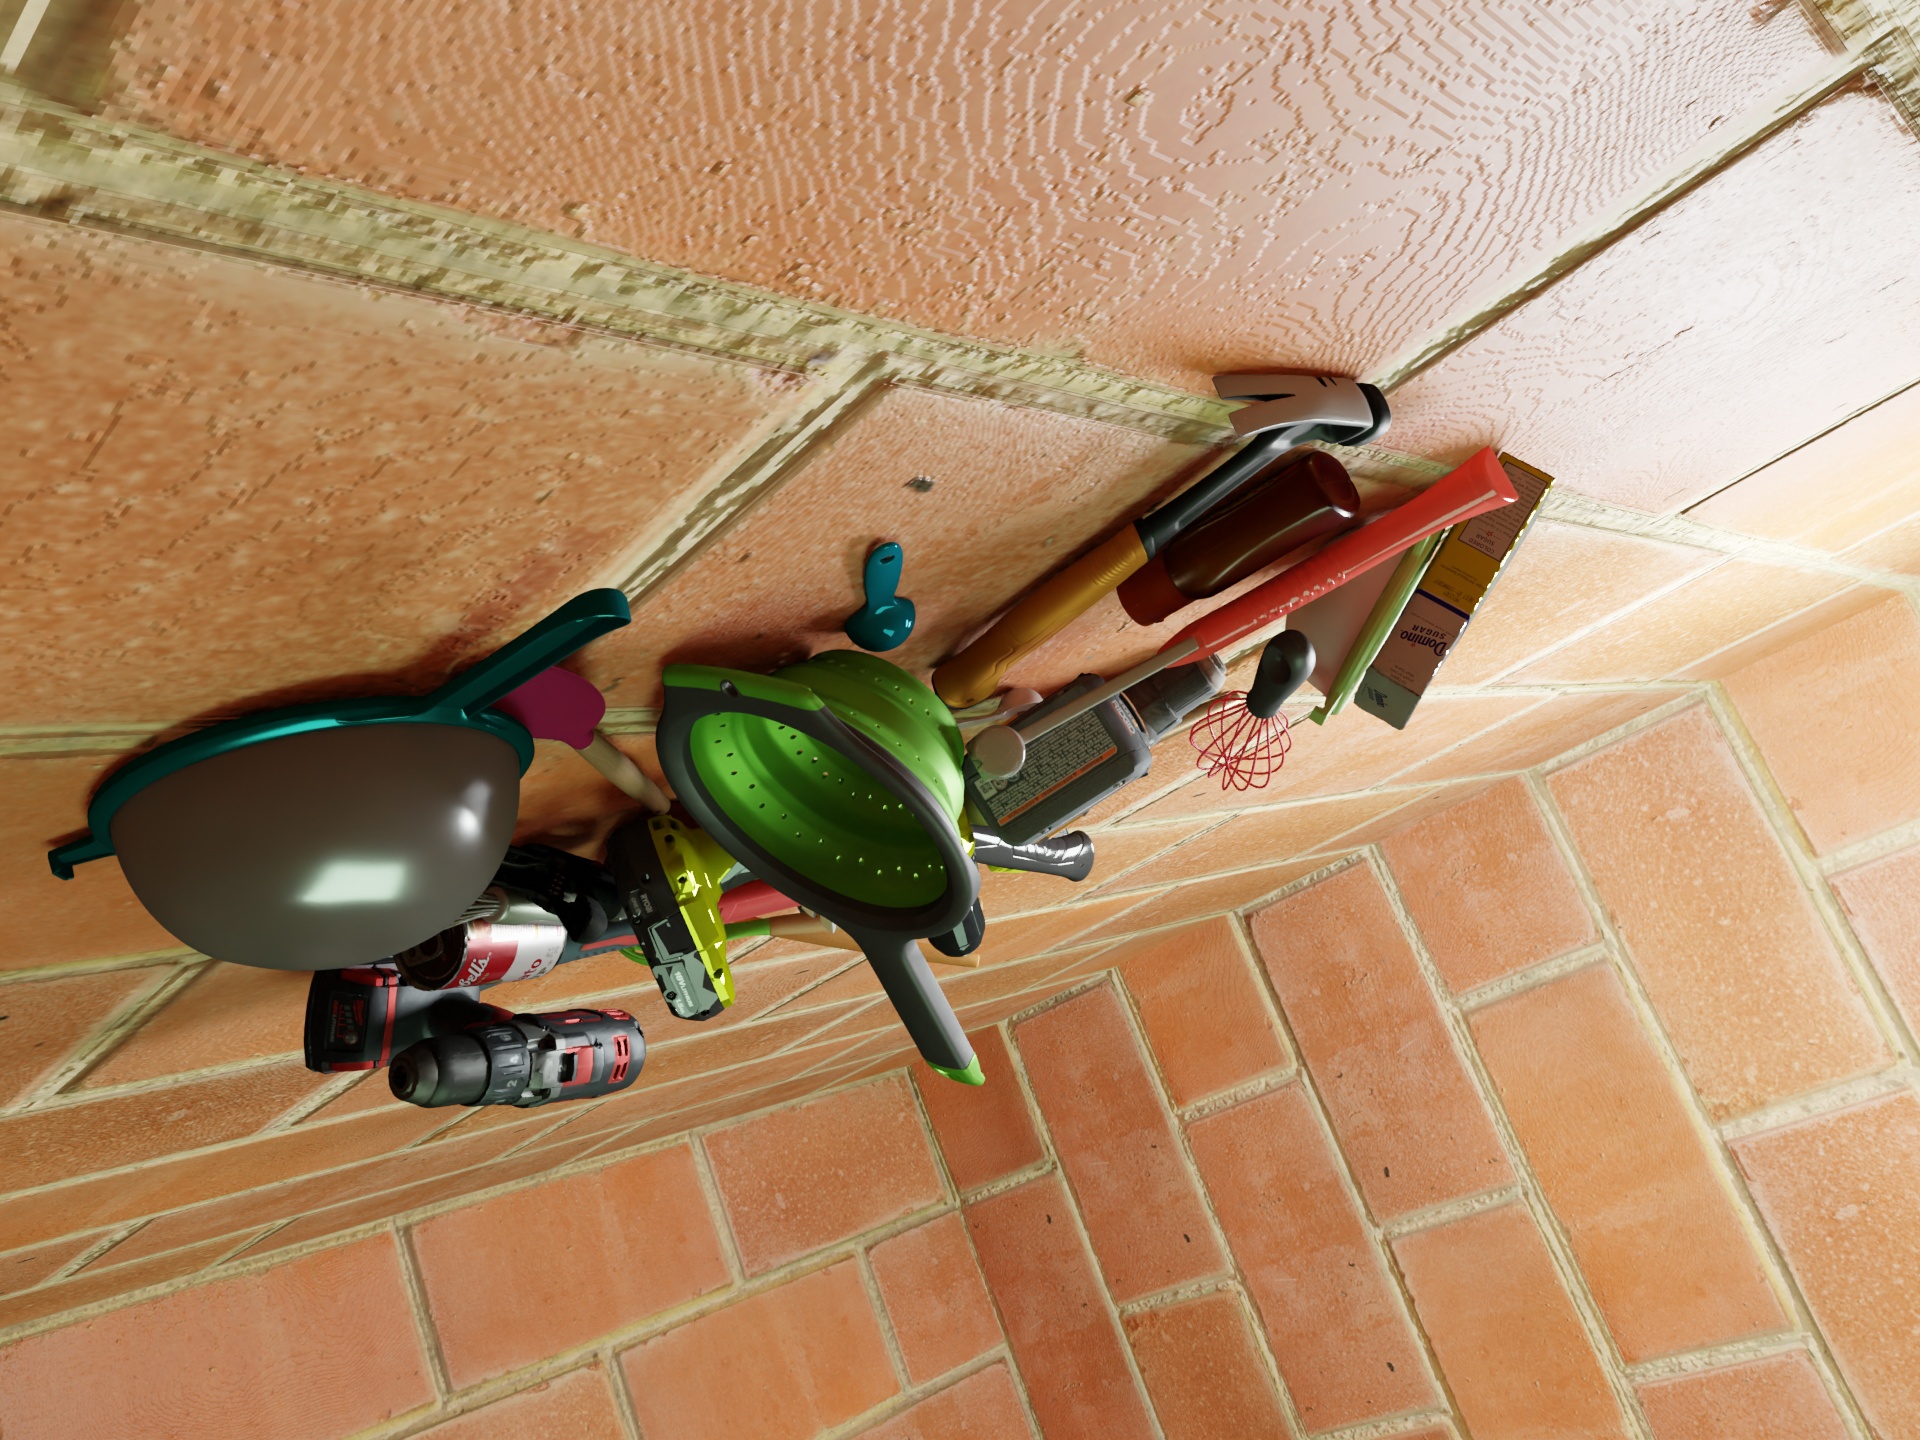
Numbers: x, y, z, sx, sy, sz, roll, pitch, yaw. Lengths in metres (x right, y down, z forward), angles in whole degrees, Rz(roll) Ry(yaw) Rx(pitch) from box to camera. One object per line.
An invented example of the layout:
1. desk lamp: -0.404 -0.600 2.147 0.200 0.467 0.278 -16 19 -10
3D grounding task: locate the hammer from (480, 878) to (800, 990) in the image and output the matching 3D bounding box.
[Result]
1. hammer: -0.228 0.148 1.258 0.386 0.038 0.143 -13 140 -13

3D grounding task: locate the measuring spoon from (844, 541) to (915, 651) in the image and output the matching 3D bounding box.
1. measuring spoon: -0.040 -0.063 0.858 0.042 0.021 0.128 -19 166 -10

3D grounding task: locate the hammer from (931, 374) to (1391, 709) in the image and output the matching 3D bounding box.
1. hammer: 0.084 -0.090 0.912 0.127 0.034 0.337 -8 160 -43

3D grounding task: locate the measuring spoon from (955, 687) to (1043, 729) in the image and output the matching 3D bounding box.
1. measuring spoon: -0.002 -0.004 1.138 0.124 0.018 0.034 -14 168 -2

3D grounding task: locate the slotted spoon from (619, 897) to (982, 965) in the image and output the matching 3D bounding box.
1. slotted spoon: -0.136 0.173 1.347 0.313 0.070 0.031 -5 121 -9

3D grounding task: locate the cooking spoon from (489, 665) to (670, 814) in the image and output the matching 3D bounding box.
1. cooking spoon: -0.209 0.015 0.906 0.069 0.017 0.318 -10 164 1

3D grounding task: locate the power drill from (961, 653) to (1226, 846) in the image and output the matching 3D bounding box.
1. power drill: 0.103 0.009 1.146 0.185 0.084 0.226 -33 176 13

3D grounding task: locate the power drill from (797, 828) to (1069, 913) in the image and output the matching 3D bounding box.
1. power drill: -0.019 0.126 1.435 0.223 0.080 0.171 -23 164 20

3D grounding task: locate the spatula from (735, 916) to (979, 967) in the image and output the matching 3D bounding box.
1. spatula: -0.143 0.199 1.424 0.322 0.041 0.081 10 159 -5

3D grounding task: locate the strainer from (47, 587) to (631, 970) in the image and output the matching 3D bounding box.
1. strainer: -0.263 0.047 0.757 0.340 0.095 0.211 -27 161 33

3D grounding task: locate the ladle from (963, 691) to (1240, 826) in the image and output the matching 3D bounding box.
1. ladle: 0.103 0.025 1.338 0.320 0.062 0.078 -22 166 -24

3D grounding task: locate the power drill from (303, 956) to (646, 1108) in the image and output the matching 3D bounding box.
1. power drill: -0.354 0.218 1.087 0.227 0.080 0.187 5 179 34

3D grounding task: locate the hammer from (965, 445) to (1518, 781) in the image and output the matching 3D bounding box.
1. hammer: 0.165 -0.060 0.960 0.359 0.037 0.149 -29 179 3

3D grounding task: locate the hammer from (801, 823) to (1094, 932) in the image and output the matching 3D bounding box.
1. hammer: 0.007 0.099 1.227 0.334 0.035 0.146 15 105 -54

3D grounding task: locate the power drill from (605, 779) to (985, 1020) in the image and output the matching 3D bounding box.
1. power drill: -0.098 0.106 1.049 0.228 0.190 0.080 -22 -154 -8

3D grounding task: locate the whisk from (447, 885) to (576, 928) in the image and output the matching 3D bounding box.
1. whisk: -0.310 0.121 1.038 0.058 0.059 0.246 0 171 25

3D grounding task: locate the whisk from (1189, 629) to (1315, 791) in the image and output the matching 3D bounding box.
1. whisk: 0.202 -0.007 1.070 0.073 0.073 0.295 -21 165 -4

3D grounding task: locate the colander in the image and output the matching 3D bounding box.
1. colander: -0.040 0.083 0.967 0.205 0.094 0.396 10 141 32

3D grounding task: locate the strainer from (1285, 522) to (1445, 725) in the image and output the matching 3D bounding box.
1. strainer: 0.282 -0.092 1.131 0.151 0.069 0.256 -64 168 17
